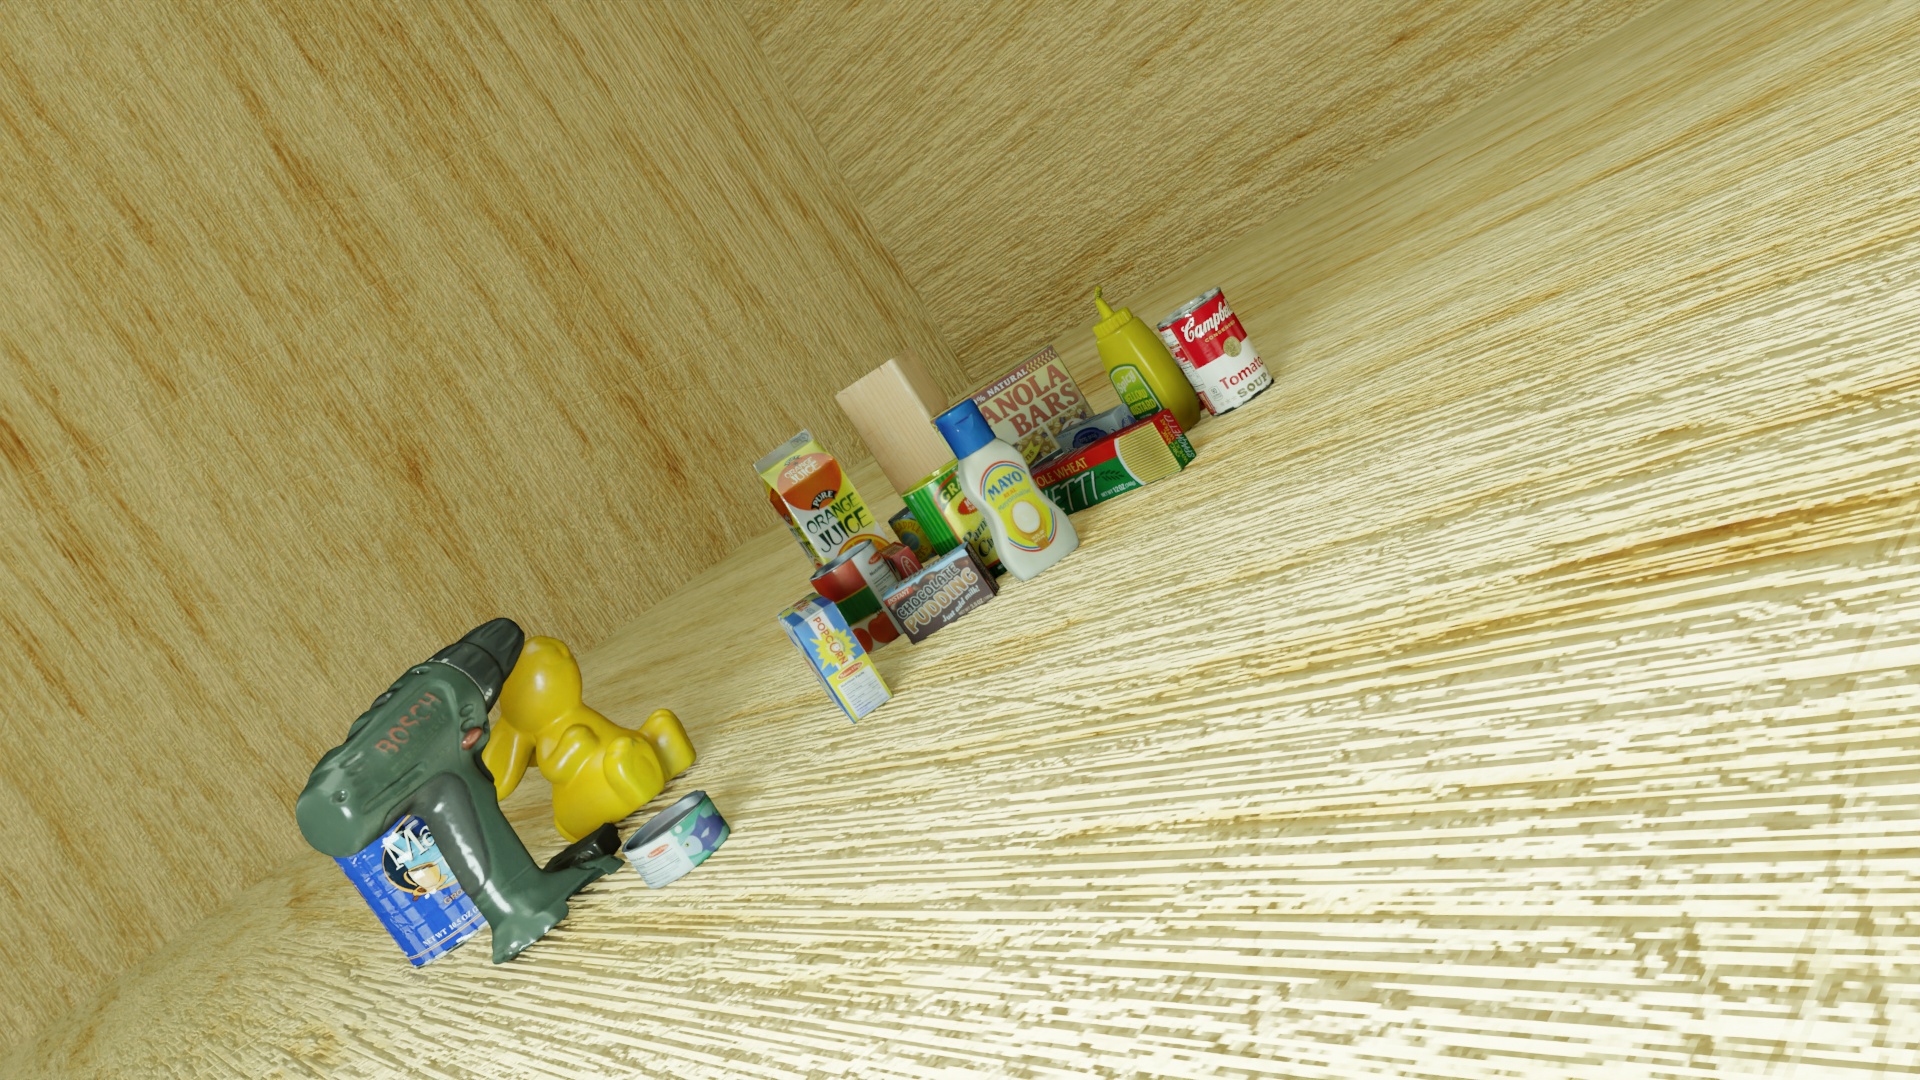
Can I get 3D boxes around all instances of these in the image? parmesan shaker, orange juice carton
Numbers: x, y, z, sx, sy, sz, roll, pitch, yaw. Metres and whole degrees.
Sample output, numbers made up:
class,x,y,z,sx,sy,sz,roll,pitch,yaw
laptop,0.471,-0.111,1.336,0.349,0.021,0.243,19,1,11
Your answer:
class,x,y,z,sx,sy,sz,roll,pitch,yaw
parmesan shaker,0.004,-0.015,1.221,0.071,0.103,0.071,-32,8,5
orange juice carton,-0.138,-0.019,1.466,0.072,0.192,0.073,-35,8,-16

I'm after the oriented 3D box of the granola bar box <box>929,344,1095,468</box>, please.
class,x,y,z,sx,sy,sz,roll,pitch,yaw
granola bar box,0.066,-0.129,1.591,0.165,0.124,0.039,-32,8,6

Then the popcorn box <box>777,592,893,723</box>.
class,x,y,z,sx,sy,sz,roll,pitch,yaw
popcorn box,-0.098,0.087,1.063,0.038,0.085,0.126,-34,8,-10

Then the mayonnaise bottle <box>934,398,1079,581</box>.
class,x,y,z,sx,sy,sz,roll,pitch,yaw
mayonnaise bottle,0.033,-0.043,1.116,0.065,0.148,0.041,-34,8,-7

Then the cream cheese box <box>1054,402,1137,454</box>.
class,x,y,z,sx,sy,sz,roll,pitch,yaw
cream cheese box,0.140,-0.097,1.366,0.024,0.053,0.103,-37,9,-29

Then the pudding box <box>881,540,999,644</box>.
class,x,y,z,sx,sy,sz,roll,pitch,yaw
pudding box,-0.016,0.043,1.144,0.083,0.049,0.030,-31,8,13

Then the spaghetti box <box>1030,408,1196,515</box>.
class,x,y,z,sx,sy,sz,roll,pitch,yaw
spaghetti box,0.107,-0.055,1.253,0.029,0.050,0.249,-39,10,-38

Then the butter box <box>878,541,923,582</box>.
class,x,y,z,sx,sy,sz,roll,pitch,yaw
butter box,-0.053,0.030,1.349,0.024,0.053,0.103,-34,8,-7

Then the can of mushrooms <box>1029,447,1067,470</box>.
class,x,y,z,sx,sy,sz,roll,pitch,yaw
can of mushrooms,0.104,-0.074,1.443,0.071,0.033,0.071,-32,8,5

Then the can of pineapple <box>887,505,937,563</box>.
class,x,y,z,sx,sy,sz,roll,pitch,yaw
can of pineapple,-0.039,-0.014,1.539,0.071,0.058,0.071,-32,8,5

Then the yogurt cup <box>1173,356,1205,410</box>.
class,x,y,z,sx,sy,sz,roll,pitch,yaw
yogurt cup,0.223,-0.154,1.391,0.072,0.054,0.072,-32,8,5

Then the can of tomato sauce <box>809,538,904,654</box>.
class,x,y,z,sx,sy,sz,roll,pitch,yaw
can of tomato sauce,-0.087,0.052,1.240,0.071,0.083,0.071,-32,8,5

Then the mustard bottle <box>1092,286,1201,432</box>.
class,x,y,z,sx,sy,sz,roll,pitch,yaw
mustard bottle,0.166,-0.170,1.321,0.049,0.160,0.065,-38,9,-34

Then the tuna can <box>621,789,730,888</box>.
class,x,y,z,sx,sy,sz,roll,pitch,yaw
tuna can,-0.188,0.199,0.930,0.071,0.033,0.071,-32,8,5
